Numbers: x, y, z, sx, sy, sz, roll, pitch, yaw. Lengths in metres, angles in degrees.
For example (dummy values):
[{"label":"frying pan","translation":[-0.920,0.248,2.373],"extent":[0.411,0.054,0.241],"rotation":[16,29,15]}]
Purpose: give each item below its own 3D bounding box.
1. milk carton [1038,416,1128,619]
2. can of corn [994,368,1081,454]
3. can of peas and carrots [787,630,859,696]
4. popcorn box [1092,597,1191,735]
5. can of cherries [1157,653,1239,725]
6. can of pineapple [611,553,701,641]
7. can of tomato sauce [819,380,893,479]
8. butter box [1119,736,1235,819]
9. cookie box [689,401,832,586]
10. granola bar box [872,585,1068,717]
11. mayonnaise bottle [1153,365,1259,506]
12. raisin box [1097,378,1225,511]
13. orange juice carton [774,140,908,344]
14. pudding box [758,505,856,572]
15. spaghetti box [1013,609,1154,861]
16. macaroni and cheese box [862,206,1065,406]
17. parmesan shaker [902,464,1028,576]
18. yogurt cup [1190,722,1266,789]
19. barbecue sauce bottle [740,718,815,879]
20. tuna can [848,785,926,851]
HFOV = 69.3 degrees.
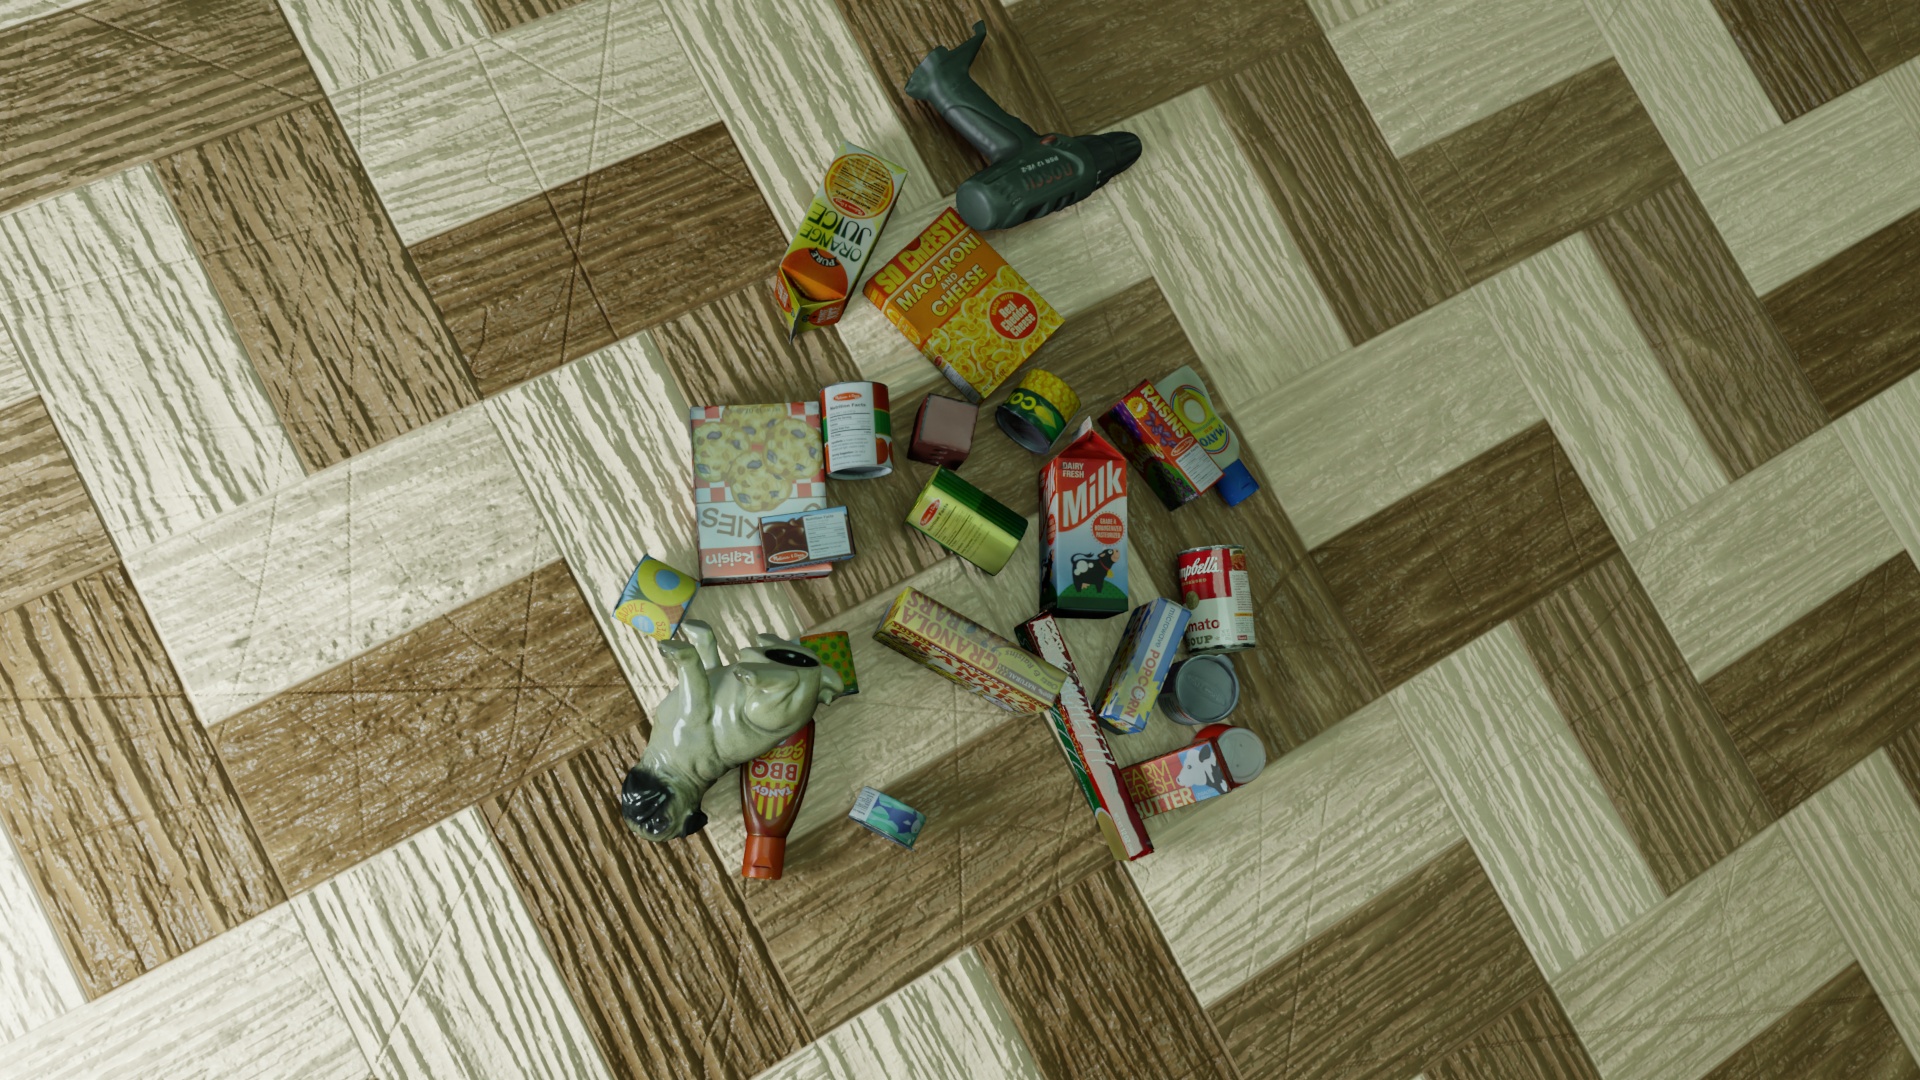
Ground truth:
[{"label":"milk carton","translation":[0.120,-0.022,1.366],"extent":[0.073,0.072,0.191],"rotation":[3,79,-11]},{"label":"can of corn","translation":[0.076,-0.130,1.379],"extent":[0.071,0.071,0.058],"rotation":[39,74,-3]},{"label":"can of peas and carrots","translation":[-0.129,0.118,1.290],"extent":[0.071,0.071,0.059],"rotation":[-10,81,-13]},{"label":"popcorn box","translation":[0.173,0.122,1.342],"extent":[0.038,0.085,0.127],"rotation":[26,76,-5]},{"label":"can of cherries","translation":[0.235,0.146,1.365],"extent":[0.071,0.058,0.071],"rotation":[2,79,-11]},{"label":"can of pineapple","translation":[-0.278,0.055,1.269],"extent":[0.058,0.071,0.071],"rotation":[28,75,-6]},{"label":"can of tomato sauce","translation":[-0.099,-0.105,1.340],"extent":[0.071,0.071,0.083],"rotation":[-3,81,-12]},{"label":"butter box","translation":[0.205,0.229,1.332],"extent":[0.103,0.024,0.053],"rotation":[-23,85,23]},{"label":"cookie box","translation":[-0.191,-0.045,1.321],"extent":[0.123,0.040,0.167],"rotation":[-3,79,-13]},{"label":"granola bar box","translation":[0.006,0.107,1.290],"extent":[0.165,0.124,0.039],"rotation":[29,74,-5]},{"label":"mayonnaise bottle","translation":[0.250,-0.104,1.425],"extent":[0.065,0.041,0.148],"rotation":[-35,87,-17]},{"label":"raisin box","translation":[0.199,-0.094,1.389],"extent":[0.040,0.086,0.123],"rotation":[-39,89,-14]},{"label":"orange juice carton","translation":[-0.126,-0.286,1.364],"extent":[0.073,0.071,0.193],"rotation":[25,75,-6]},{"label":"pudding box","translation":[-0.143,-0.002,1.285],"extent":[0.084,0.030,0.049],"rotation":[-9,82,-14]},{"label":"spaghetti box","translation":[0.117,0.188,1.337],"extent":[0.029,0.050,0.250],"rotation":[-22,84,-16]},{"label":"macaroni and cheese box","translation":[0.004,-0.236,1.399],"extent":[0.166,0.040,0.124],"rotation":[45,73,-1]},{"label":"parmesan shaker","translation":[0.005,-0.017,1.346],"extent":[0.103,0.071,0.071],"rotation":[32,75,-5]},{"label":"yogurt cup","translation":[0.264,0.212,1.361],"extent":[0.072,0.054,0.072],"rotation":[2,79,-11]},{"label":"barbecue sauce bottle","translation":[-0.172,0.232,1.269],"extent":[0.065,0.043,0.149],"rotation":[7,78,-5]},{"label":"tuna can","translation":[-0.065,0.256,1.277],"extent":[0.071,0.071,0.033],"rotation":[29,75,-5]}]
